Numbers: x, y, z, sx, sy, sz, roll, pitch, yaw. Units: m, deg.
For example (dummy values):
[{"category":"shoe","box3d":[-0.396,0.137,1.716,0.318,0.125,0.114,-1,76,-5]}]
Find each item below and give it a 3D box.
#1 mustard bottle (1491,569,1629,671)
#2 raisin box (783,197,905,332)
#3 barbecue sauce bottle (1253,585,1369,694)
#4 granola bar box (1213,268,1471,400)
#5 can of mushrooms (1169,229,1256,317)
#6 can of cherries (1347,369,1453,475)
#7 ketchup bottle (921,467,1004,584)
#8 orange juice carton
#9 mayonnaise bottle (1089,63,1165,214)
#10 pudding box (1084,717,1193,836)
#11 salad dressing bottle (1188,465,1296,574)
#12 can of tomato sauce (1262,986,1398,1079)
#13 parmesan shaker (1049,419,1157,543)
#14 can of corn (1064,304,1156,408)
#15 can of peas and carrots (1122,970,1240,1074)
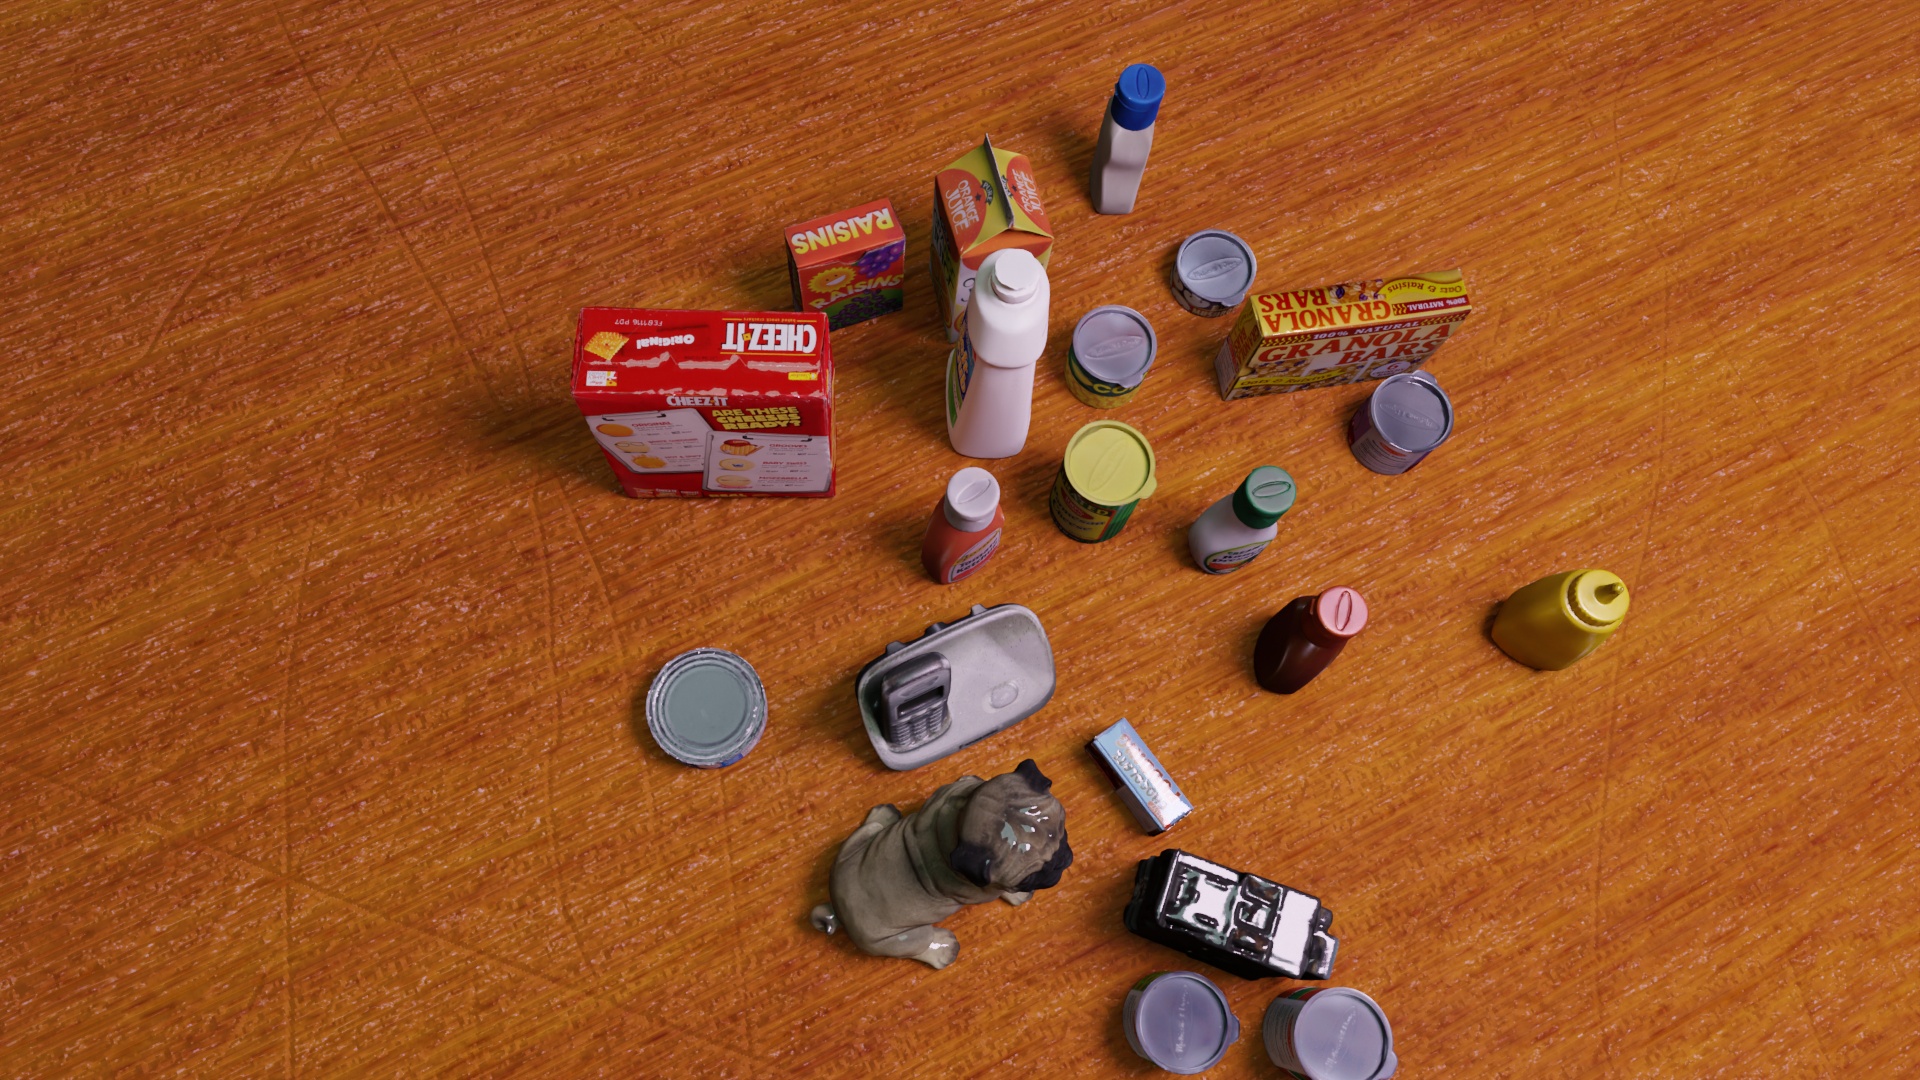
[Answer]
[{"category":"mustard bottle","box3d":[0.446,0.053,1.012,0.065,0.159,0.049,33,74,7]},{"category":"raisin box","box3d":[-0.089,-0.209,1.079,0.086,0.123,0.040,-18,75,-9]},{"category":"barbecue sauce bottle","box3d":[0.252,0.068,1.001,0.044,0.148,0.065,16,73,1]},{"category":"granola bar box","box3d":[0.295,-0.159,1.087,0.166,0.124,0.039,-8,74,-6]},{"category":"can of mushrooms","box3d":[0.209,-0.218,1.148,0.071,0.033,0.071,1,73,-3]},{"category":"can of cherries","box3d":[0.350,-0.093,1.105,0.071,0.058,0.071,1,73,-3]},{"category":"ketchup bottle","box3d":[0.004,-0.013,1.010,0.065,0.148,0.043,-37,79,-13]},{"category":"orange juice carton","box3d":[0.022,-0.227,1.056,0.073,0.192,0.072,-13,74,-7]},{"category":"mayonnaise bottle","box3d":[0.133,-0.323,1.116,0.041,0.147,0.065,1,73,-3]},{"category":"pudding box","box3d":[0.129,0.173,1.012,0.030,0.049,0.084,-35,78,-13]},{"category":"salad dressing bottle","box3d":[0.209,-0.015,1.025,0.064,0.147,0.044,-12,74,-7]},{"category":"can of tomato sauce","box3d":[0.251,0.340,0.950,0.071,0.083,0.071,1,73,-3]},{"category":"parmesan shaker","box3d":[0.107,-0.040,1.049,0.071,0.102,0.071,1,73,-3]},{"category":"can of corn","box3d":[0.119,-0.143,1.106,0.071,0.058,0.071,1,73,-3]},{"category":"can of peas and carrots","box3d":[0.151,0.332,0.959,0.071,0.058,0.071,1,73,-3]}]
